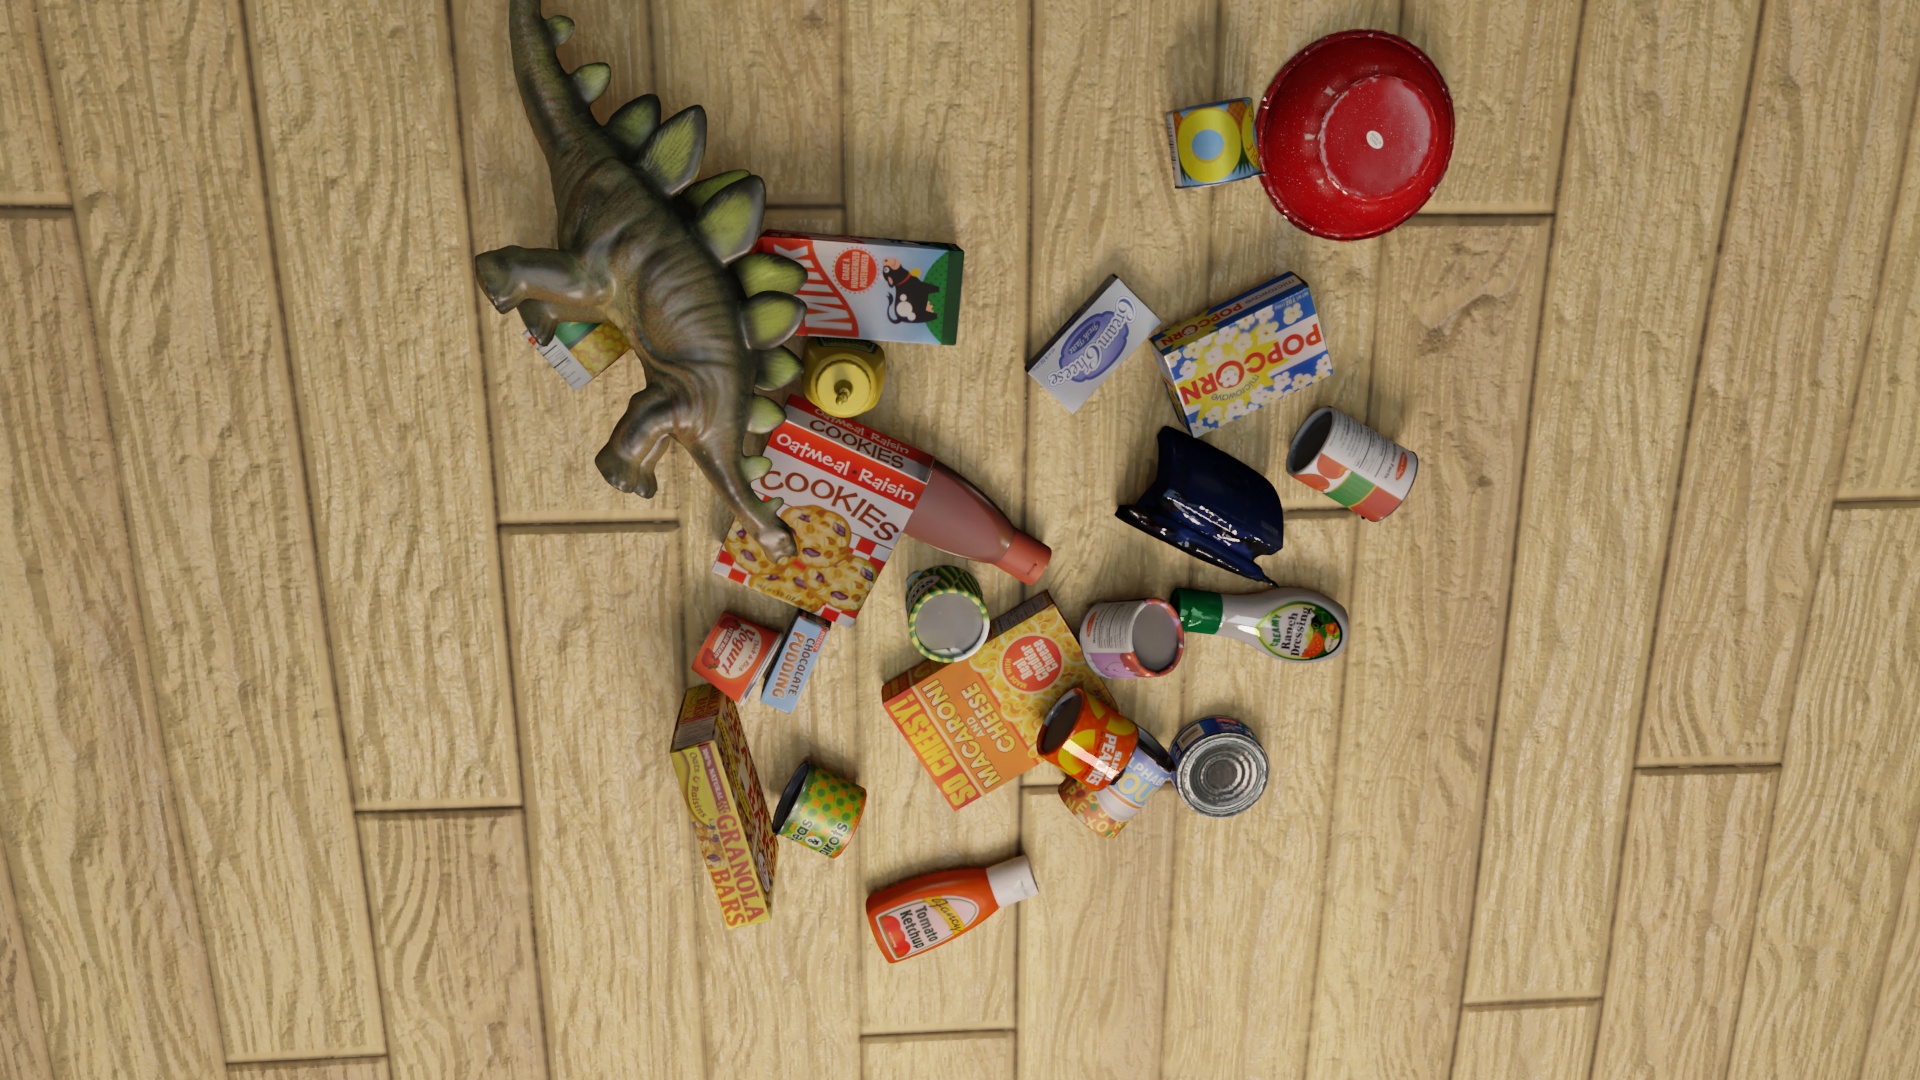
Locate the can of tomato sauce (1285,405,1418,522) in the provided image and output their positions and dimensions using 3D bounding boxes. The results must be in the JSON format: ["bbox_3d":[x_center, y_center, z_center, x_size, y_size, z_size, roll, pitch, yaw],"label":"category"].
[{"bbox_3d":[0.318,-0.062,1.135,0.083,0.071,0.071,27,103,-12],"label":"can of tomato sauce"}]

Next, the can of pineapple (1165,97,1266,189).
[{"bbox_3d":[0.193,-0.301,1.051,0.071,0.071,0.057,-11,107,-1],"label":"can of pineapple"}]

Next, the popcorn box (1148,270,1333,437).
[{"bbox_3d":[0.224,-0.147,1.104,0.127,0.038,0.085,-25,125,3],"label":"popcorn box"}]

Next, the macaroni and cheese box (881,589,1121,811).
[{"bbox_3d":[0.035,0.137,1.183,0.166,0.040,0.123,-30,107,4],"label":"macaroni and cheese box"}]

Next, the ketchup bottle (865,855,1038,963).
[{"bbox_3d":[-0.006,0.321,1.233,0.149,0.043,0.064,-21,107,1],"label":"ketchup bottle"}]

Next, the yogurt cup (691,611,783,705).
[{"bbox_3d":[-0.184,0.094,1.140,0.054,0.072,0.072,30,102,-4],"label":"yogurt cup"}]

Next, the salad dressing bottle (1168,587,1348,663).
[{"bbox_3d":[0.251,0.067,1.178,0.148,0.044,0.064,8,107,-7],"label":"salad dressing bottle"}]

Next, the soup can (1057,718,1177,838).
[{"bbox_3d":[0.135,0.206,1.195,0.071,0.071,0.083,37,101,-14],"label":"soup can"}]

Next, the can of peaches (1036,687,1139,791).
[{"bbox_3d":[0.104,0.164,1.139,0.058,0.071,0.071,35,101,-14],"label":"can of peaches"}]

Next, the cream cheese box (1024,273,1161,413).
[{"bbox_3d":[0.106,-0.157,1.109,0.053,0.024,0.103,41,100,-16],"label":"cream cheese box"}]

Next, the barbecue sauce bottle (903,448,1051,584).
[{"bbox_3d":[0.004,-0.014,1.133,0.148,0.044,0.064,30,108,-13],"label":"barbecue sauce bottle"}]

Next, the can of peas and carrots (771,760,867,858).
[{"bbox_3d":[-0.120,0.231,1.181,0.059,0.071,0.070,28,103,-13],"label":"can of peas and carrots"}]

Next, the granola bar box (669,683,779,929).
[{"bbox_3d":[-0.192,0.214,1.142,0.039,0.124,0.165,-14,107,0],"label":"granola bar box"}]

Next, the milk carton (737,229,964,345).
[{"bbox_3d":[-0.097,-0.194,1.055,0.191,0.072,0.073,3,106,-5],"label":"milk carton"}]

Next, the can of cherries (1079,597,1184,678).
[{"bbox_3d":[0.144,0.082,1.152,0.071,0.058,0.071,6,80,-38],"label":"can of cherries"}]

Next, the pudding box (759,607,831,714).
[{"bbox_3d":[-0.136,0.096,1.151,0.030,0.050,0.083,24,104,-10],"label":"pudding box"}]

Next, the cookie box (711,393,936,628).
[{"bbox_3d":[-0.109,-0.021,1.092,0.123,0.040,0.166,24,126,-8],"label":"cookie box"}]

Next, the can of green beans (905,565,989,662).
[{"bbox_3d":[-0.011,0.060,1.146,0.071,0.058,0.071,-1,107,-4],"label":"can of green beans"}]

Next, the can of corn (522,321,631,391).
[{"bbox_3d":[-0.285,-0.157,1.055,0.071,0.071,0.058,-37,107,7],"label":"can of corn"}]

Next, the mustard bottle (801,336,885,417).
[{"bbox_3d":[-0.086,-0.121,1.032,0.065,0.161,0.048,6,105,-8],"label":"mustard bottle"}]
